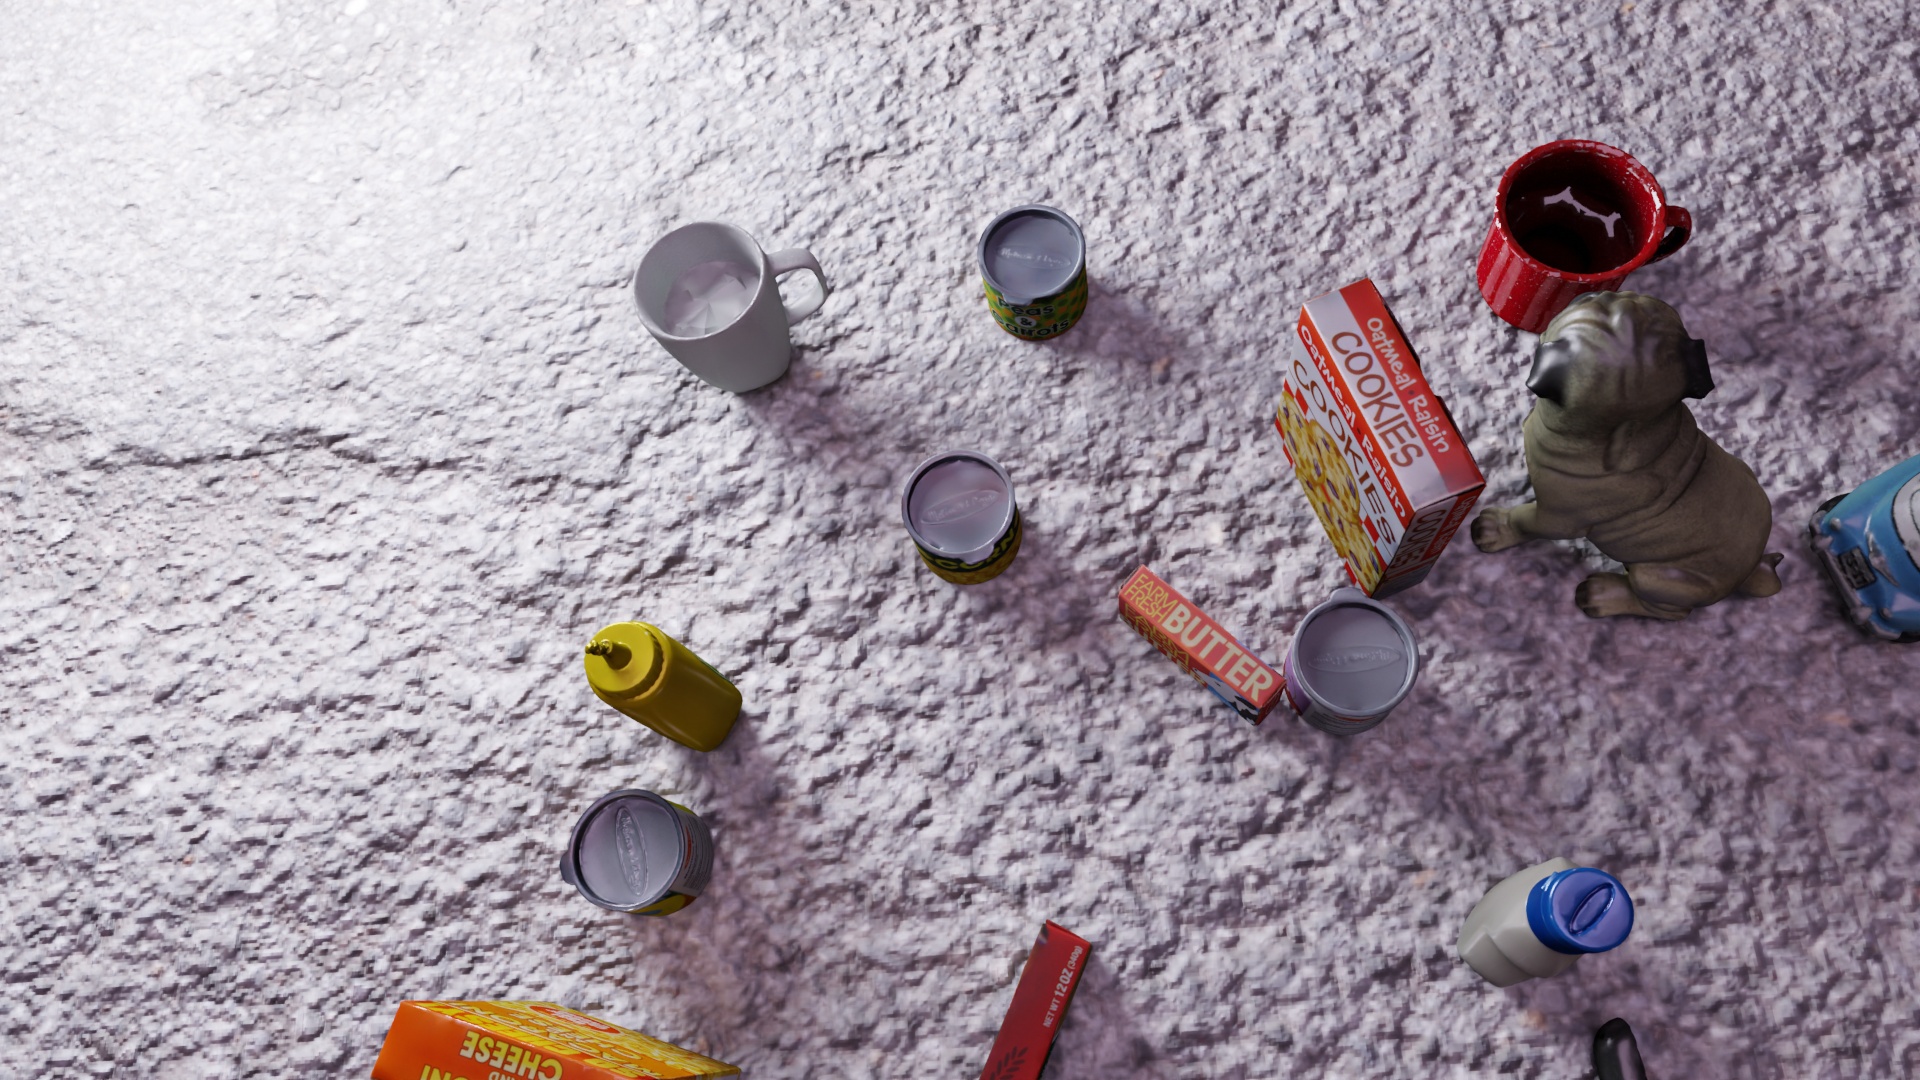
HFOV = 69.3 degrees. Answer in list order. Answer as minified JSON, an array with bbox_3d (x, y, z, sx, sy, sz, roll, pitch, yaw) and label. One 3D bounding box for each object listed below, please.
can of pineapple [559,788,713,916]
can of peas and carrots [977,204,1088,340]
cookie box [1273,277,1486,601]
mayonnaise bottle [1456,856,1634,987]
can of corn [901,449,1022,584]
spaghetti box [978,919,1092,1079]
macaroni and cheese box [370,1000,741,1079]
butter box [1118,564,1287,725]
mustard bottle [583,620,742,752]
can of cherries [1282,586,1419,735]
[{"bbox_3d":[-0.179,0.176,0.779,0.071,0.057,0.071,-2,71,7],"label":"can of pineapple"},{"bbox_3d":[0.046,-0.164,0.867,0.071,0.058,0.071,-2,71,7],"label":"can of peas and carrots"},{"bbox_3d":[0.219,-0.047,0.747,0.040,0.167,0.123,-23,70,0],"label":"cookie box"},{"bbox_3d":[0.282,0.183,0.669,0.041,0.147,0.065,41,81,18],"label":"mayonnaise bottle"},{"bbox_3d":[0.003,-0.010,0.819,0.071,0.058,0.071,-2,71,7],"label":"can of corn"},{"bbox_3d":[0.008,0.318,0.710,0.029,0.050,0.250,21,75,14],"label":"spaghetti box"},{"bbox_3d":[-0.193,0.266,0.691,0.124,0.166,0.040,14,74,12],"label":"macaroni and cheese box"},{"bbox_3d":[0.134,0.060,0.781,0.103,0.053,0.024,40,81,18],"label":"butter box"},{"bbox_3d":[-0.167,0.076,0.757,0.065,0.159,0.049,27,77,15],"label":"mustard bottle"},{"bbox_3d":[0.214,0.068,0.765,0.071,0.058,0.071,-2,71,7],"label":"can of cherries"}]
